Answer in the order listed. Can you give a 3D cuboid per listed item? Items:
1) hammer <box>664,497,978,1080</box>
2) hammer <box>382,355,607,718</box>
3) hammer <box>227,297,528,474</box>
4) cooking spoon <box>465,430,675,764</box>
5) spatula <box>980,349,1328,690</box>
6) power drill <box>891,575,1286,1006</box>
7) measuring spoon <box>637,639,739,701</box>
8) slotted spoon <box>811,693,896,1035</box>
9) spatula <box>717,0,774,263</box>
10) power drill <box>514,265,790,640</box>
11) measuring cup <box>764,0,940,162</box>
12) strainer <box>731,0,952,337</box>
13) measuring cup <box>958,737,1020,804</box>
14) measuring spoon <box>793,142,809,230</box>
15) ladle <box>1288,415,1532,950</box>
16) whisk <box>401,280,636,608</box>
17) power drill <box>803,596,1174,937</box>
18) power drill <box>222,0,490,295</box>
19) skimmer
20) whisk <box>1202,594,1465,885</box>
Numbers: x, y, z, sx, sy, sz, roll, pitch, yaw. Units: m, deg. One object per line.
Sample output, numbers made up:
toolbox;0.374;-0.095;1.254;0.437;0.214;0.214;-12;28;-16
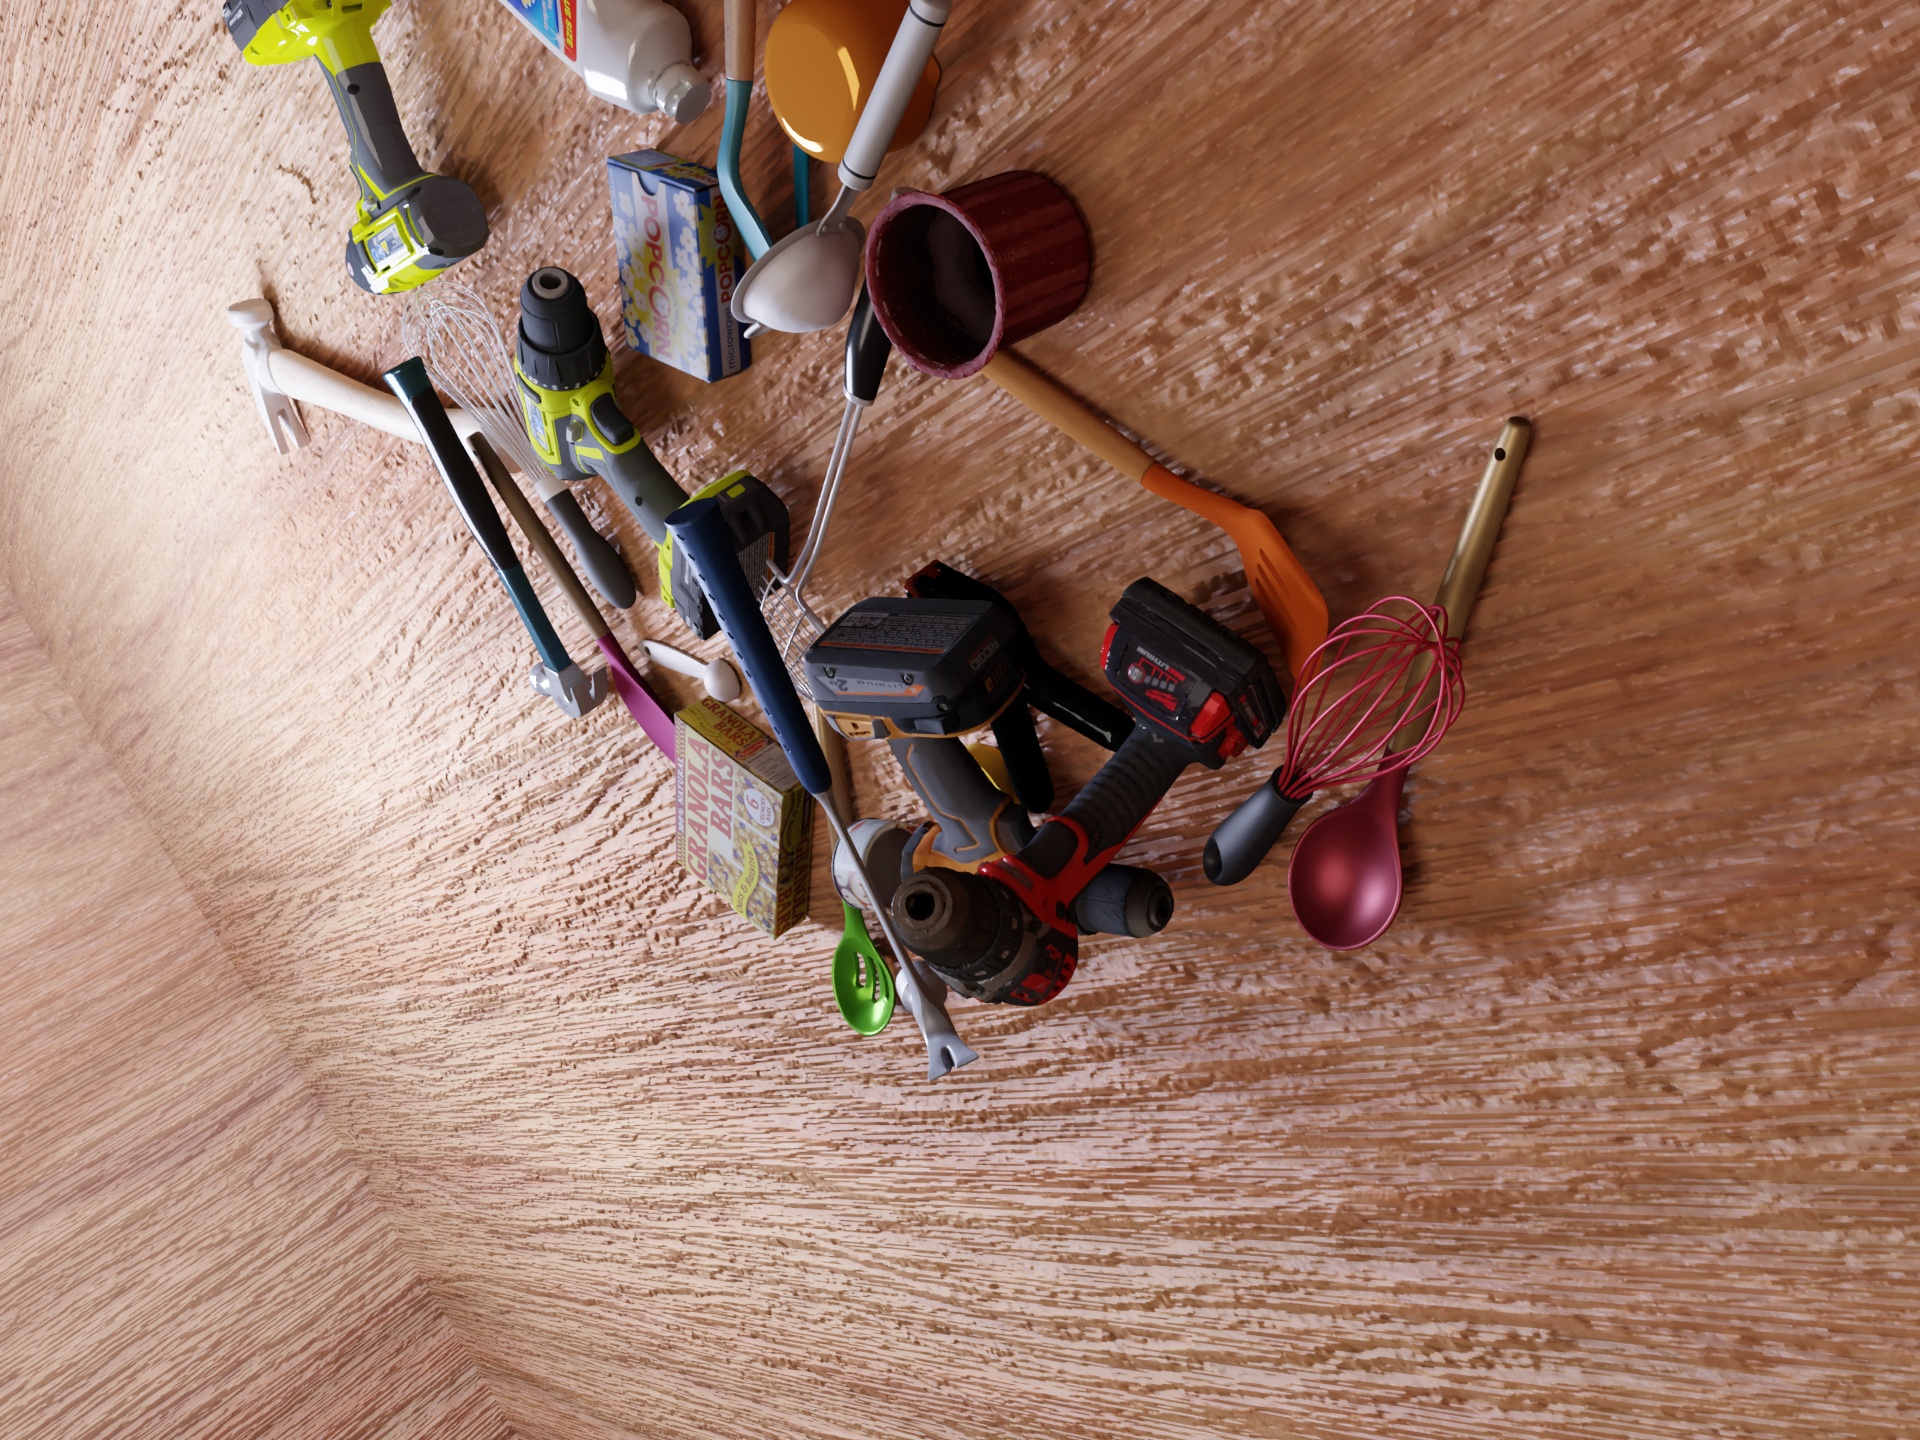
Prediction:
hammer;-0.082;0.051;0.999;0.144;0.035;0.405;-124;10;-67
hammer;-0.369;-0.137;1.265;0.128;0.033;0.330;25;144;46
hammer;-0.507;-0.264;1.385;0.411;0.038;0.146;22;132;36
cooking spoon;-0.300;-0.090;1.273;0.069;0.017;0.318;-7;118;58
spatula;0.076;-0.138;0.837;0.323;0.041;0.081;40;161;23
power drill;0.059;0.043;0.800;0.080;0.227;0.187;37;179;24
measuring spoon;-0.218;-0.041;1.243;0.124;0.018;0.034;20;130;39
slotted spoon;-0.085;0.104;1.195;0.070;0.031;0.313;19;127;38
spatula;-0.111;-0.380;0.874;0.082;0.044;0.317;-128;37;-52
power drill;-0.217;-0.181;1.068;0.228;0.080;0.190;47;158;13
measuring cup;-0.066;-0.374;0.813;0.095;0.052;0.173;22;133;36
strainer;-0.056;-0.275;0.820;0.050;0.087;0.258;51;139;13
measuring cup;-0.002;-0.003;1.030;0.062;0.029;0.156;-5;109;49
measuring spoon;-0.083;-0.297;0.920;0.042;0.021;0.128;-135;41;-56
ladle;0.223;-0.007;0.783;0.069;0.031;0.315;41;138;34
whisk;-0.334;-0.207;1.224;0.070;0.070;0.284;-19;106;52
power drill;0.021;0.040;0.944;0.185;0.084;0.226;6;131;39
power drill;-0.441;-0.427;1.157;0.171;0.080;0.223;-3;112;48
skimmer;-0.053;-0.149;0.961;0.127;0.090;0.363;50;137;31
whisk;0.175;0.025;0.804;0.073;0.073;0.295;47;155;12
